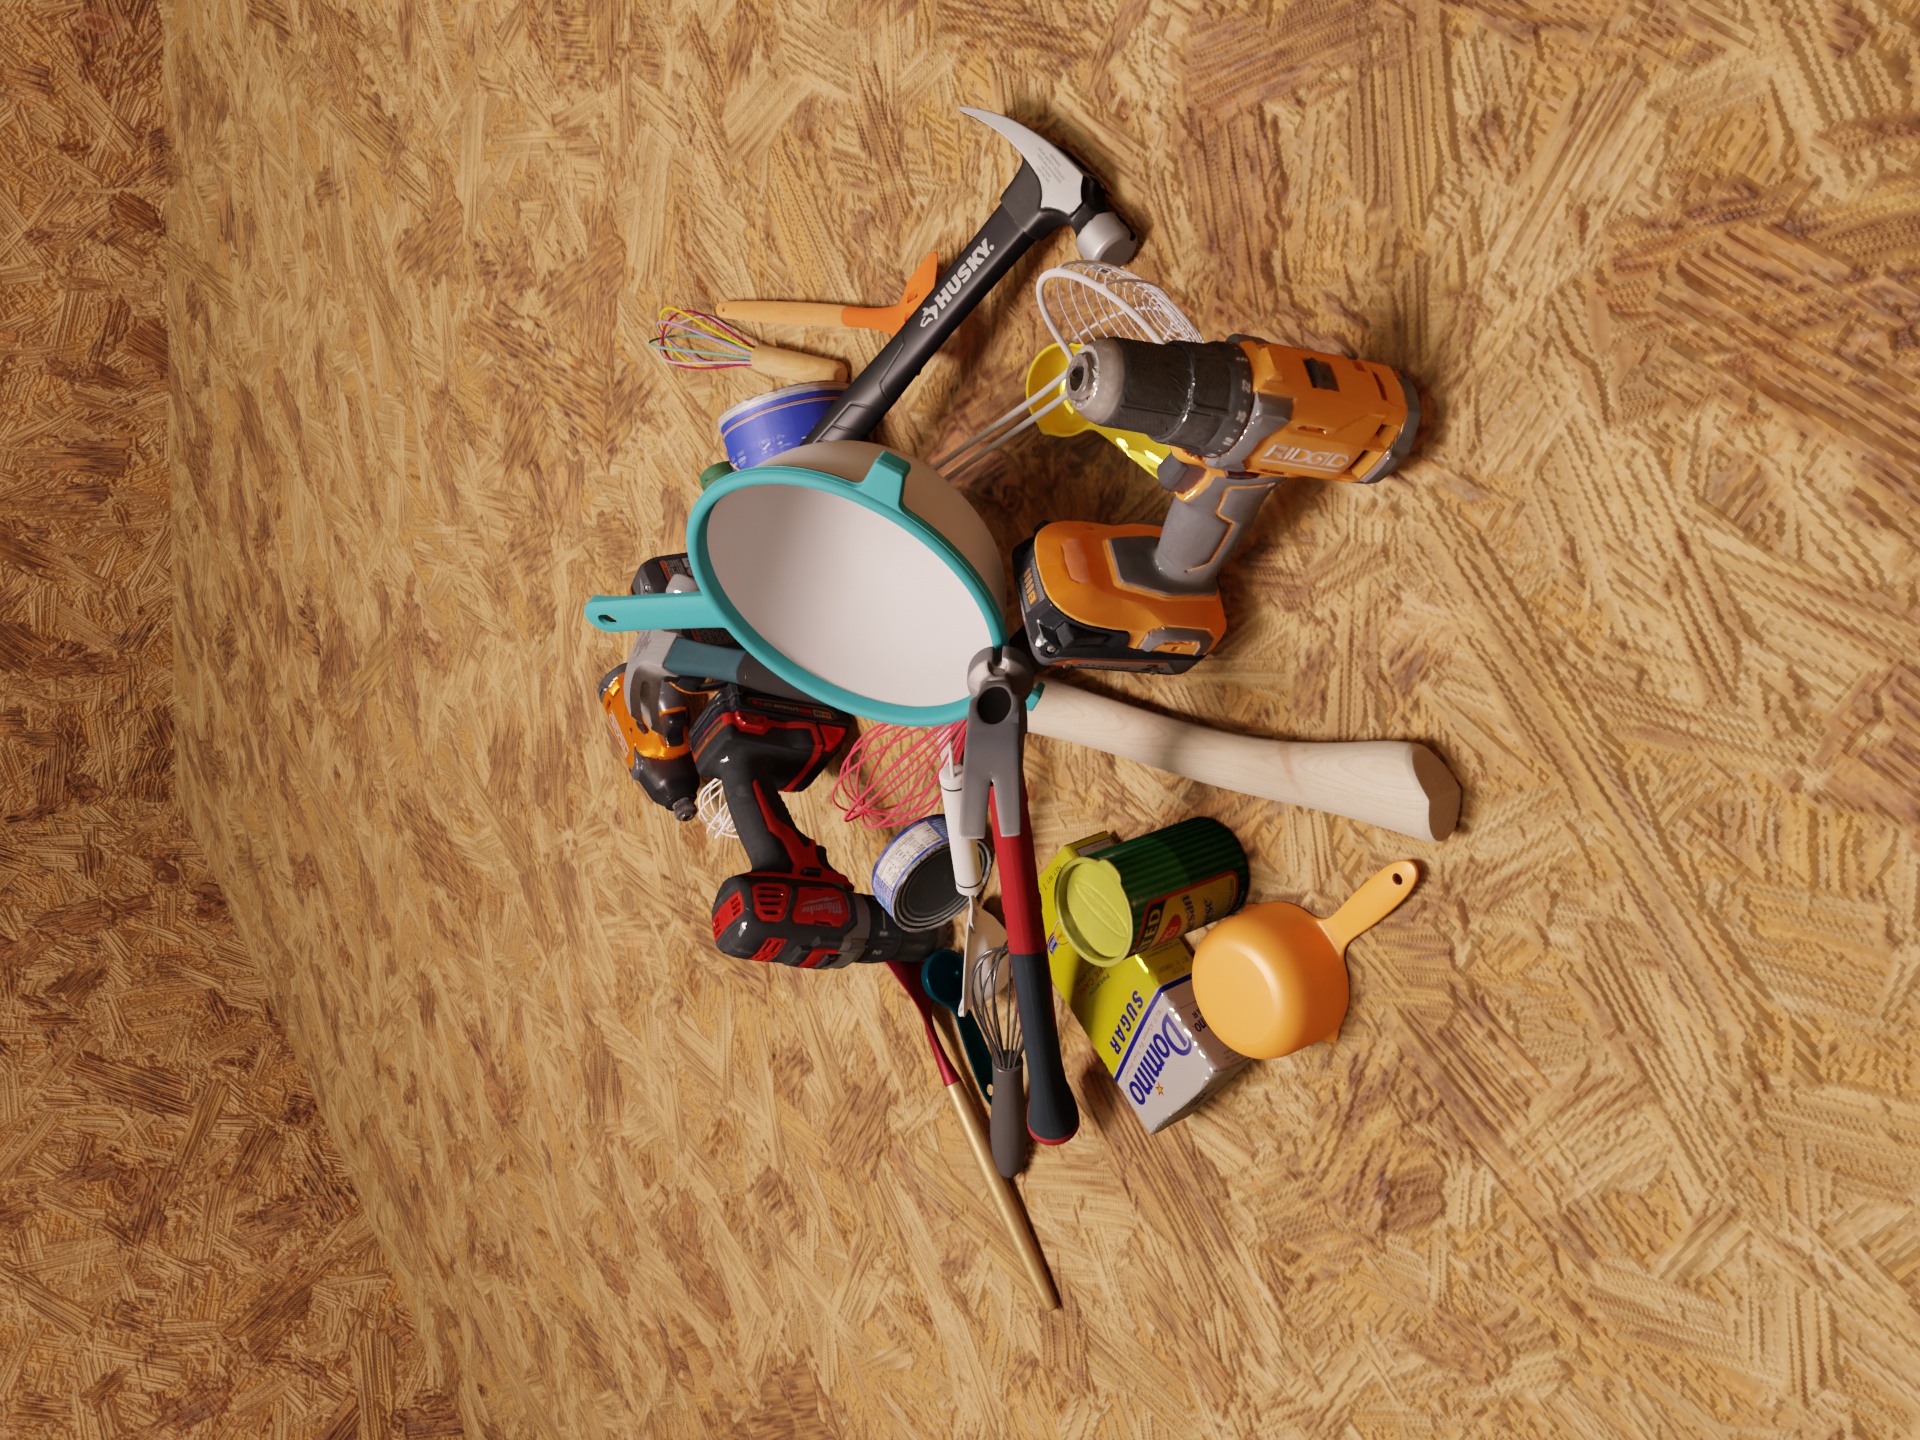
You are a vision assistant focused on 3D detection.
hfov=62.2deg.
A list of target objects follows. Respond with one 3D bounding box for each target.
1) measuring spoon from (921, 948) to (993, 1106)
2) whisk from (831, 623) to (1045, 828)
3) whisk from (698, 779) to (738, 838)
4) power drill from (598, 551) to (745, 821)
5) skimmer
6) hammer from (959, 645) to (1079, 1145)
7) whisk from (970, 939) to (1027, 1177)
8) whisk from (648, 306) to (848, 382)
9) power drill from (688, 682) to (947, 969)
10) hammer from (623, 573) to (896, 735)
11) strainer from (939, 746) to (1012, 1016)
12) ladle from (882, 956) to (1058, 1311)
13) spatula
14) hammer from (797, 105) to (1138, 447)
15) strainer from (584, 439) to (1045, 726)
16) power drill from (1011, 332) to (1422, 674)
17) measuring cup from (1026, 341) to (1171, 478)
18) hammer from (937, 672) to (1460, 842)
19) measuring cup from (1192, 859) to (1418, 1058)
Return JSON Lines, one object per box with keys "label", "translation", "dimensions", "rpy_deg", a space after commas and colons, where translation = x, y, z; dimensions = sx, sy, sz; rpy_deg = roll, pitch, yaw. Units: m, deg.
{"label": "measuring spoon", "translation": [0.000, 0.236, 1.210], "dimensions": [0.021, 0.042, 0.128], "rpy_deg": [-18, 94, 47]}
{"label": "whisk", "translation": [-0.002, -0.003, 1.058], "dimensions": [0.295, 0.073, 0.073], "rpy_deg": [-42, 68, 46]}
{"label": "whisk", "translation": [-0.165, 0.030, 1.357], "dimensions": [0.059, 0.058, 0.246], "rpy_deg": [36, 134, -4]}
{"label": "power drill", "translation": [-0.253, -0.023, 1.415], "dimensions": [0.164, 0.084, 0.226], "rpy_deg": [62, 145, 24]}
{"label": "skimmer", "translation": [0.004, -0.155, 0.964], "dimensions": [0.363, 0.090, 0.127], "rpy_deg": [-28, 112, 42]}
{"label": "hammer", "translation": [0.041, 0.148, 0.972], "dimensions": [0.143, 0.038, 0.385], "rpy_deg": [-85, -11, -50]}
{"label": "whisk", "translation": [0.035, 0.248, 1.141], "dimensions": [0.055, 0.055, 0.238], "rpy_deg": [35, 139, 41]}
{"label": "whisk", "translation": [-0.173, -0.293, 1.260], "dimensions": [0.245, 0.051, 0.047], "rpy_deg": [23, 113, 43]}
{"label": "power drill", "translation": [-0.111, 0.089, 1.223], "dimensions": [0.080, 0.187, 0.227], "rpy_deg": [-48, 45, 37]}
{"label": "hammer", "translation": [-0.147, -0.039, 1.165], "dimensions": [0.331, 0.033, 0.128], "rpy_deg": [10, 71, 48]}
{"label": "strainer", "translation": [0.009, 0.120, 1.111], "dimensions": [0.087, 0.050, 0.258], "rpy_deg": [-80, -14, -50]}
{"label": "ladle", "translation": [0.004, 0.305, 1.230], "dimensions": [0.069, 0.031, 0.315], "rpy_deg": [81, 164, -80]}
{"label": "spatula", "translation": [-0.102, -0.299, 1.166], "dimensions": [0.323, 0.041, 0.081], "rpy_deg": [20, 104, 50]}
{"label": "hammer", "translation": [-0.040, -0.236, 1.024], "dimensions": [0.334, 0.035, 0.146], "rpy_deg": [-44, 66, 28]}
{"label": "strainer", "translation": [-0.103, -0.098, 1.008], "dimensions": [0.340, 0.095, 0.210], "rpy_deg": [0, 138, 38]}
{"label": "power drill", "translation": [0.105, -0.115, 0.839], "dimensions": [0.226, 0.185, 0.084], "rpy_deg": [-51, 43, 50]}
{"label": "measuring cup", "translation": [0.105, -0.174, 0.957], "dimensions": [0.157, 0.029, 0.062], "rpy_deg": [40, 123, 22]}
{"label": "hammer", "translation": [0.122, 0.021, 0.983], "dimensions": [0.411, 0.038, 0.146], "rpy_deg": [16, 115, 49]}
{"label": "measuring cup", "translation": [0.195, 0.132, 0.908], "dimensions": [0.095, 0.052, 0.173], "rpy_deg": [59, 142, 22]}
